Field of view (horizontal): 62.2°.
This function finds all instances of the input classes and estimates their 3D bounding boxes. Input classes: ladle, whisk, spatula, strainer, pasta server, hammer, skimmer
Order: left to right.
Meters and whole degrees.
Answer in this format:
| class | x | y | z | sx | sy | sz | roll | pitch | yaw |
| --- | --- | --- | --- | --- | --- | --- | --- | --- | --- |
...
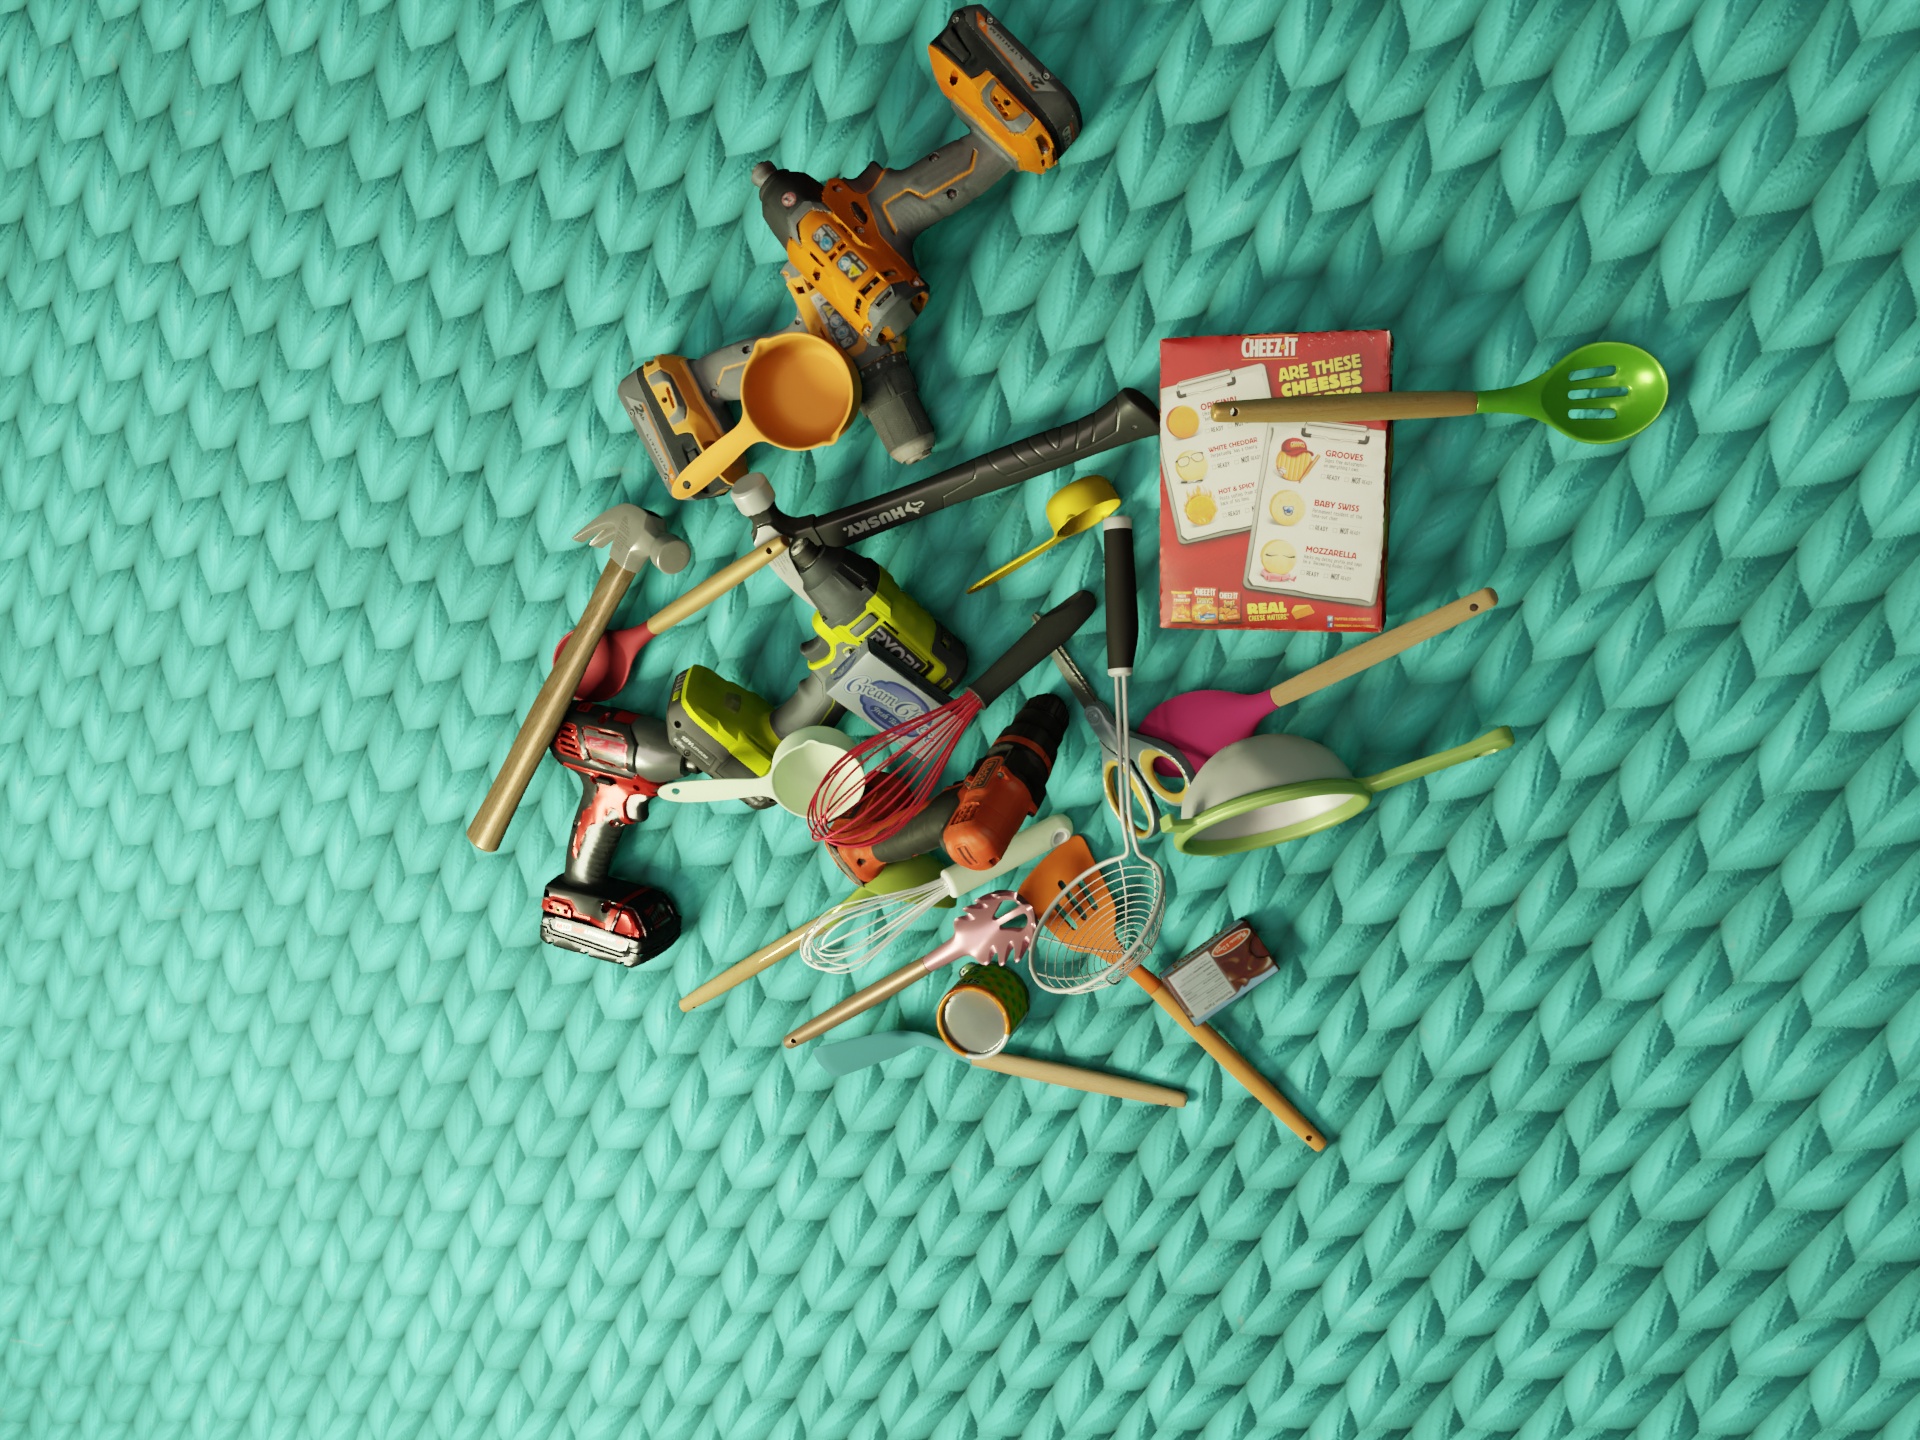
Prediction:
| class | x | y | z | sx | sy | sz | roll | pitch | yaw |
| --- | --- | --- | --- | --- | --- | --- | --- | --- | --- |
| hammer | -0.342 | -0.035 | 1.365 | 0.130 | 0.031 | 0.331 | 39 | 104 | 43 |
| ladle | -0.245 | -0.089 | 1.341 | 0.315 | 0.031 | 0.069 | -25 | 102 | 40 |
| ladle | -0.134 | 0.199 | 1.393 | 0.320 | 0.078 | 0.062 | -33 | 66 | 28 |
| pasta server | -0.049 | 0.220 | 1.352 | 0.316 | 0.040 | 0.060 | -34 | 90 | 32 |
| whisk | -0.017 | 0.135 | 1.279 | 0.246 | 0.059 | 0.057 | -26 | 132 | -14 |
| whisk | -0.002 | -0.004 | 1.228 | 0.296 | 0.073 | 0.073 | -42 | 85 | -14 |
| hammer | -0.001 | -0.181 | 1.251 | 0.335 | 0.035 | 0.146 | -18 | 129 | 14 |
| spatula | 0.034 | 0.303 | 1.359 | 0.317 | 0.082 | 0.044 | 8 | 62 | 14 |
| skimmer | 0.102 | 0.023 | 1.211 | 0.127 | 0.090 | 0.363 | -6 | 85 | 55 |
| spatula | 0.180 | 0.232 | 1.305 | 0.322 | 0.041 | 0.081 | 44 | 111 | 2 |
| strainer | 0.273 | 0.031 | 1.177 | 0.256 | 0.151 | 0.069 | -21 | 70 | 20 |

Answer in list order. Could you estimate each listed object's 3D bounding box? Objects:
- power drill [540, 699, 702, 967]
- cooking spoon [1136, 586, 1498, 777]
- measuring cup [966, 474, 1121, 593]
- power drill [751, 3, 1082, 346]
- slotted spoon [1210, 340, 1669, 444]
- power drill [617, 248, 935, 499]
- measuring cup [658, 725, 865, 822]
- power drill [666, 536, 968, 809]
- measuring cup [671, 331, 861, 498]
| class | x | y | z | sx | sy | sz | roll | pitch | yaw |
| --- | --- | --- | --- | --- | --- | --- | --- | --- | --- |
| power drill | -0.299 | 0.099 | 1.417 | 0.143 | 0.078 | 0.219 | 12 | 105 | 17 |
| cooking spoon | 0.253 | -0.027 | 1.175 | 0.319 | 0.017 | 0.068 | -29 | 101 | 40 |
| measuring cup | 0.057 | -0.146 | 1.255 | 0.156 | 0.062 | 0.029 | -30 | 80 | 33 |
| power drill | -0.039 | -0.413 | 1.181 | 0.226 | 0.084 | 0.164 | -44 | 85 | 6 |
| slotted spoon | 0.327 | -0.220 | 1.093 | 0.313 | 0.031 | 0.070 | -3 | 102 | -3 |
| power drill | -0.141 | -0.256 | 1.285 | 0.226 | 0.084 | 0.185 | -27 | 94 | 18 |
| measuring cup | -0.160 | 0.043 | 1.289 | 0.167 | 0.038 | 0.083 | -5 | 124 | 2 |
| power drill | -0.129 | -0.040 | 1.300 | 0.223 | 0.080 | 0.171 | -37 | 118 | 23 |
| measuring cup | -0.151 | -0.228 | 1.228 | 0.173 | 0.052 | 0.095 | -36 | 94 | 17 |
